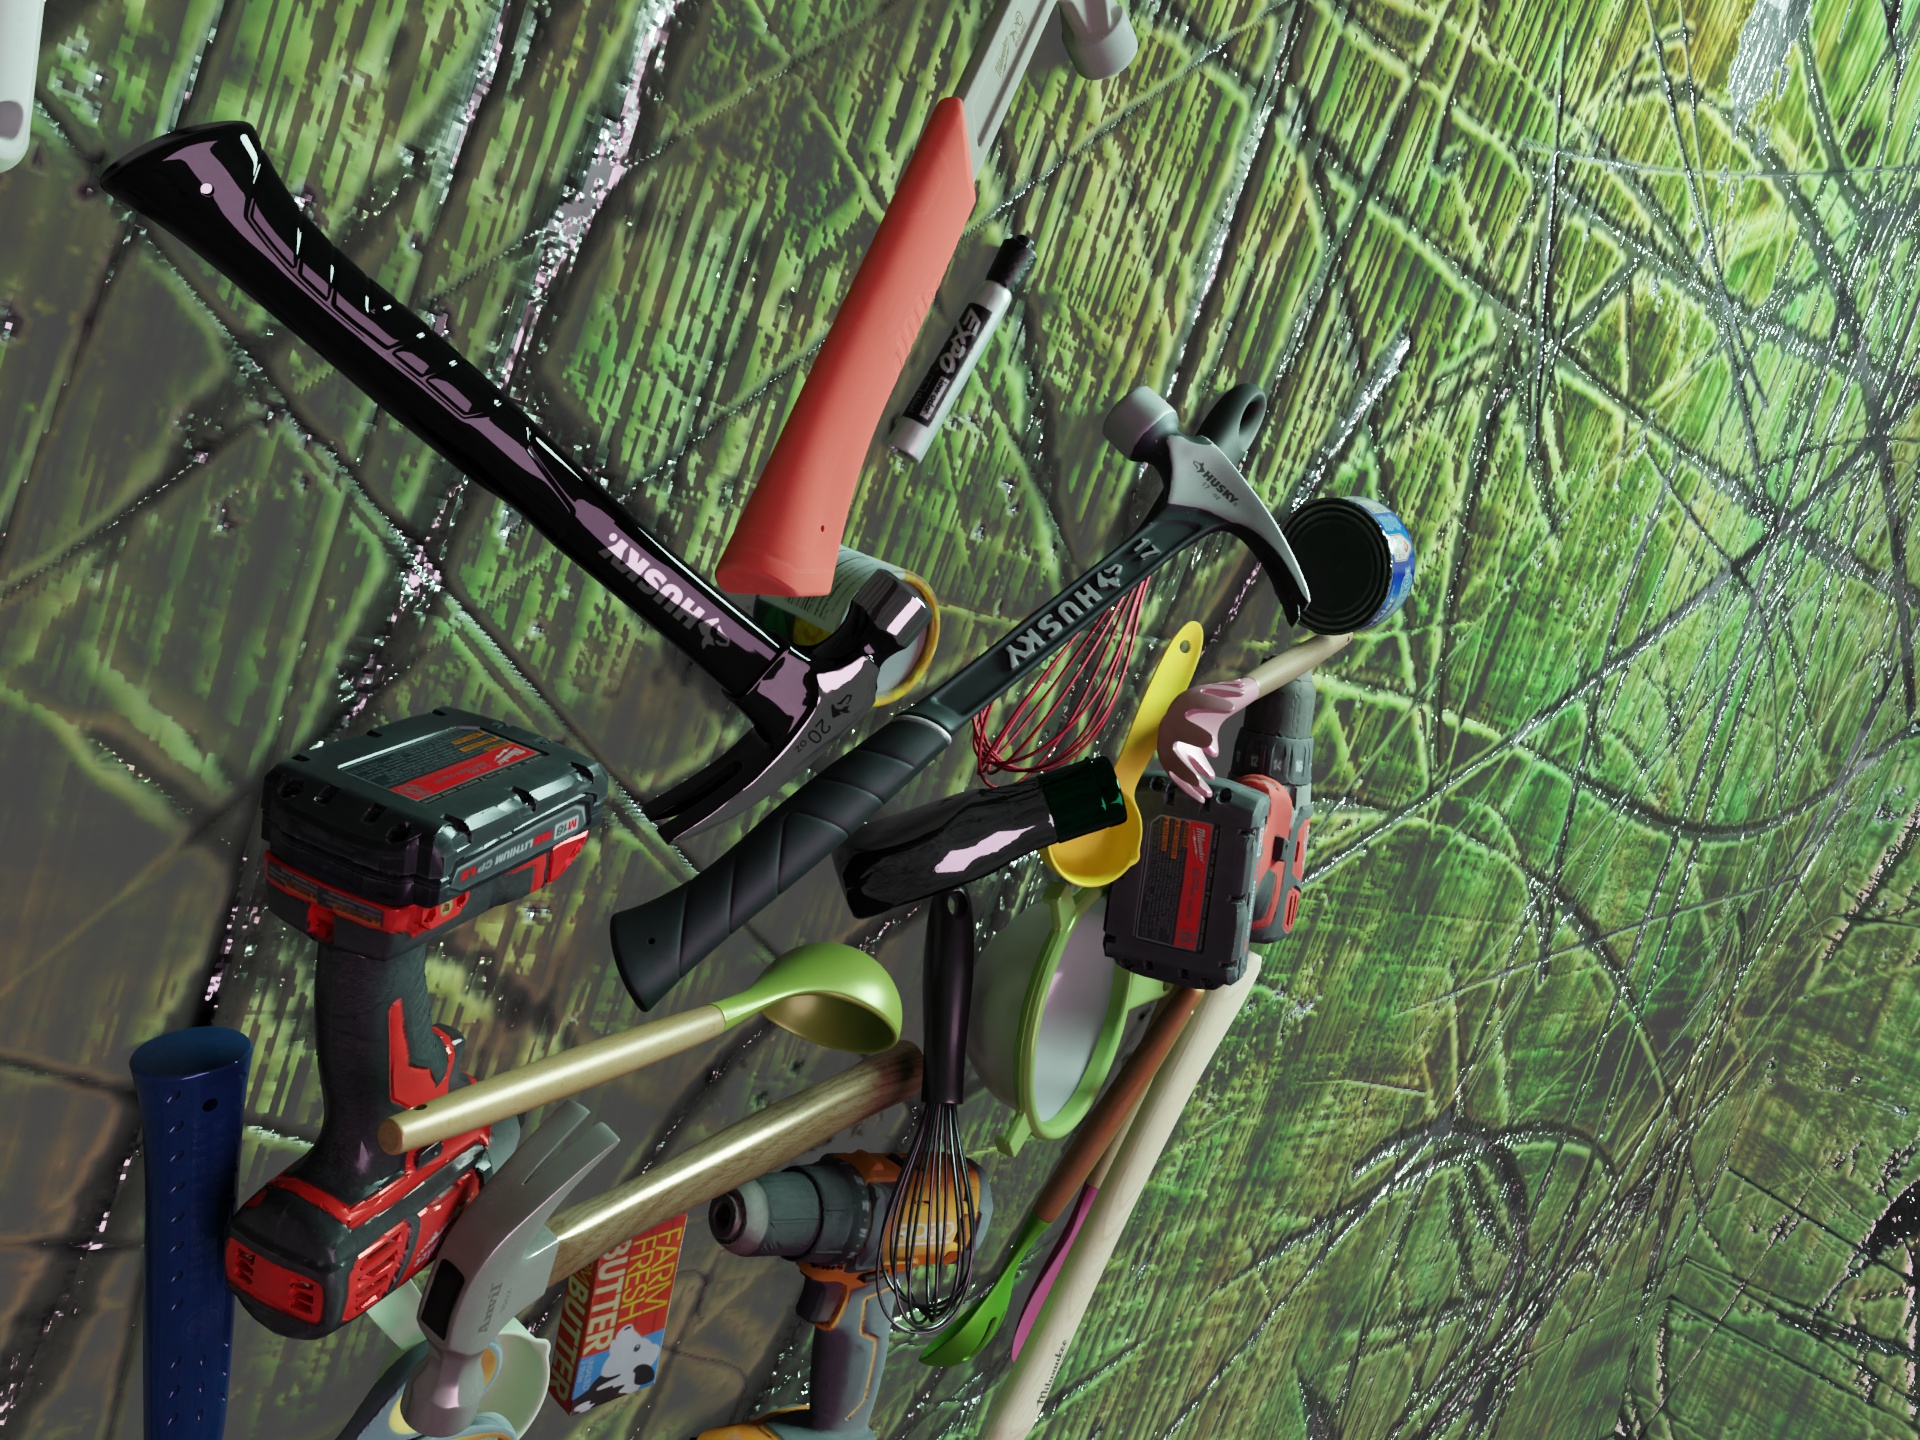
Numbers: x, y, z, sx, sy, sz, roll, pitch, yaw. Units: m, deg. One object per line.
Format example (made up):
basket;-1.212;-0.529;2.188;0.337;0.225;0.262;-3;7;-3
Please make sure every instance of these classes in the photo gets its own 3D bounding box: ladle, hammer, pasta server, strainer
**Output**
ladle;-0.123;0.148;0.688;0.320;0.078;0.062;-6;95;-63
hammer;-0.018;-0.208;0.638;0.149;0.037;0.359;47;57;-48
hammer;0.090;0.331;1.036;0.410;0.038;0.146;-64;155;-3
pasta server;0.183;-0.020;0.923;0.316;0.040;0.060;-24;133;-57
strainer;0.065;0.162;0.966;0.256;0.069;0.151;6;95;-65
hammer;-0.115;0.209;0.757;0.331;0.031;0.130;-11;125;-58
hammer;-0.001;-0.002;0.777;0.409;0.149;0.036;-40;165;-18
hammer;-0.157;-0.082;0.585;0.146;0.035;0.334;-49;128;-2
hammer;-0.313;0.313;0.652;0.144;0.035;0.405;-7;113;-44

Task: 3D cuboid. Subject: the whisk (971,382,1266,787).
whisk;0.093;-0.081;0.873;0.296;0.073;0.073;-54;138;-21

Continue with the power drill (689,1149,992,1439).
power drill;-0.085;0.346;0.877;0.185;0.084;0.226;17;92;-47

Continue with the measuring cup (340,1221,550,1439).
measuring cup;-0.243;0.269;0.706;0.083;0.038;0.167;-37;128;-27

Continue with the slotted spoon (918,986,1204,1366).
slotted spoon;0.063;0.283;0.971;0.313;0.031;0.070;-60;163;17

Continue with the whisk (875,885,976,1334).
whisk;-0.013;0.203;0.854;0.055;0.055;0.239;21;68;-49

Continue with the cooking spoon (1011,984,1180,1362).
cooking spoon;0.102;0.295;1.091;0.068;0.017;0.319;16;97;-53

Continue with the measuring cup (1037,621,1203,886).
measuring cup;0.089;0.015;0.860;0.062;0.029;0.156;30;82;-23

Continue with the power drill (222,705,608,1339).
power drill;-0.208;0.114;0.618;0.143;0.078;0.219;-30;136;-65

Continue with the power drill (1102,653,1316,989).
power drill;0.167;0.057;0.966;0.226;0.080;0.188;-11;109;-65

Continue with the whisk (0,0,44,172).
whisk;-0.251;-0.272;0.428;0.058;0.059;0.246;-31;139;-69
